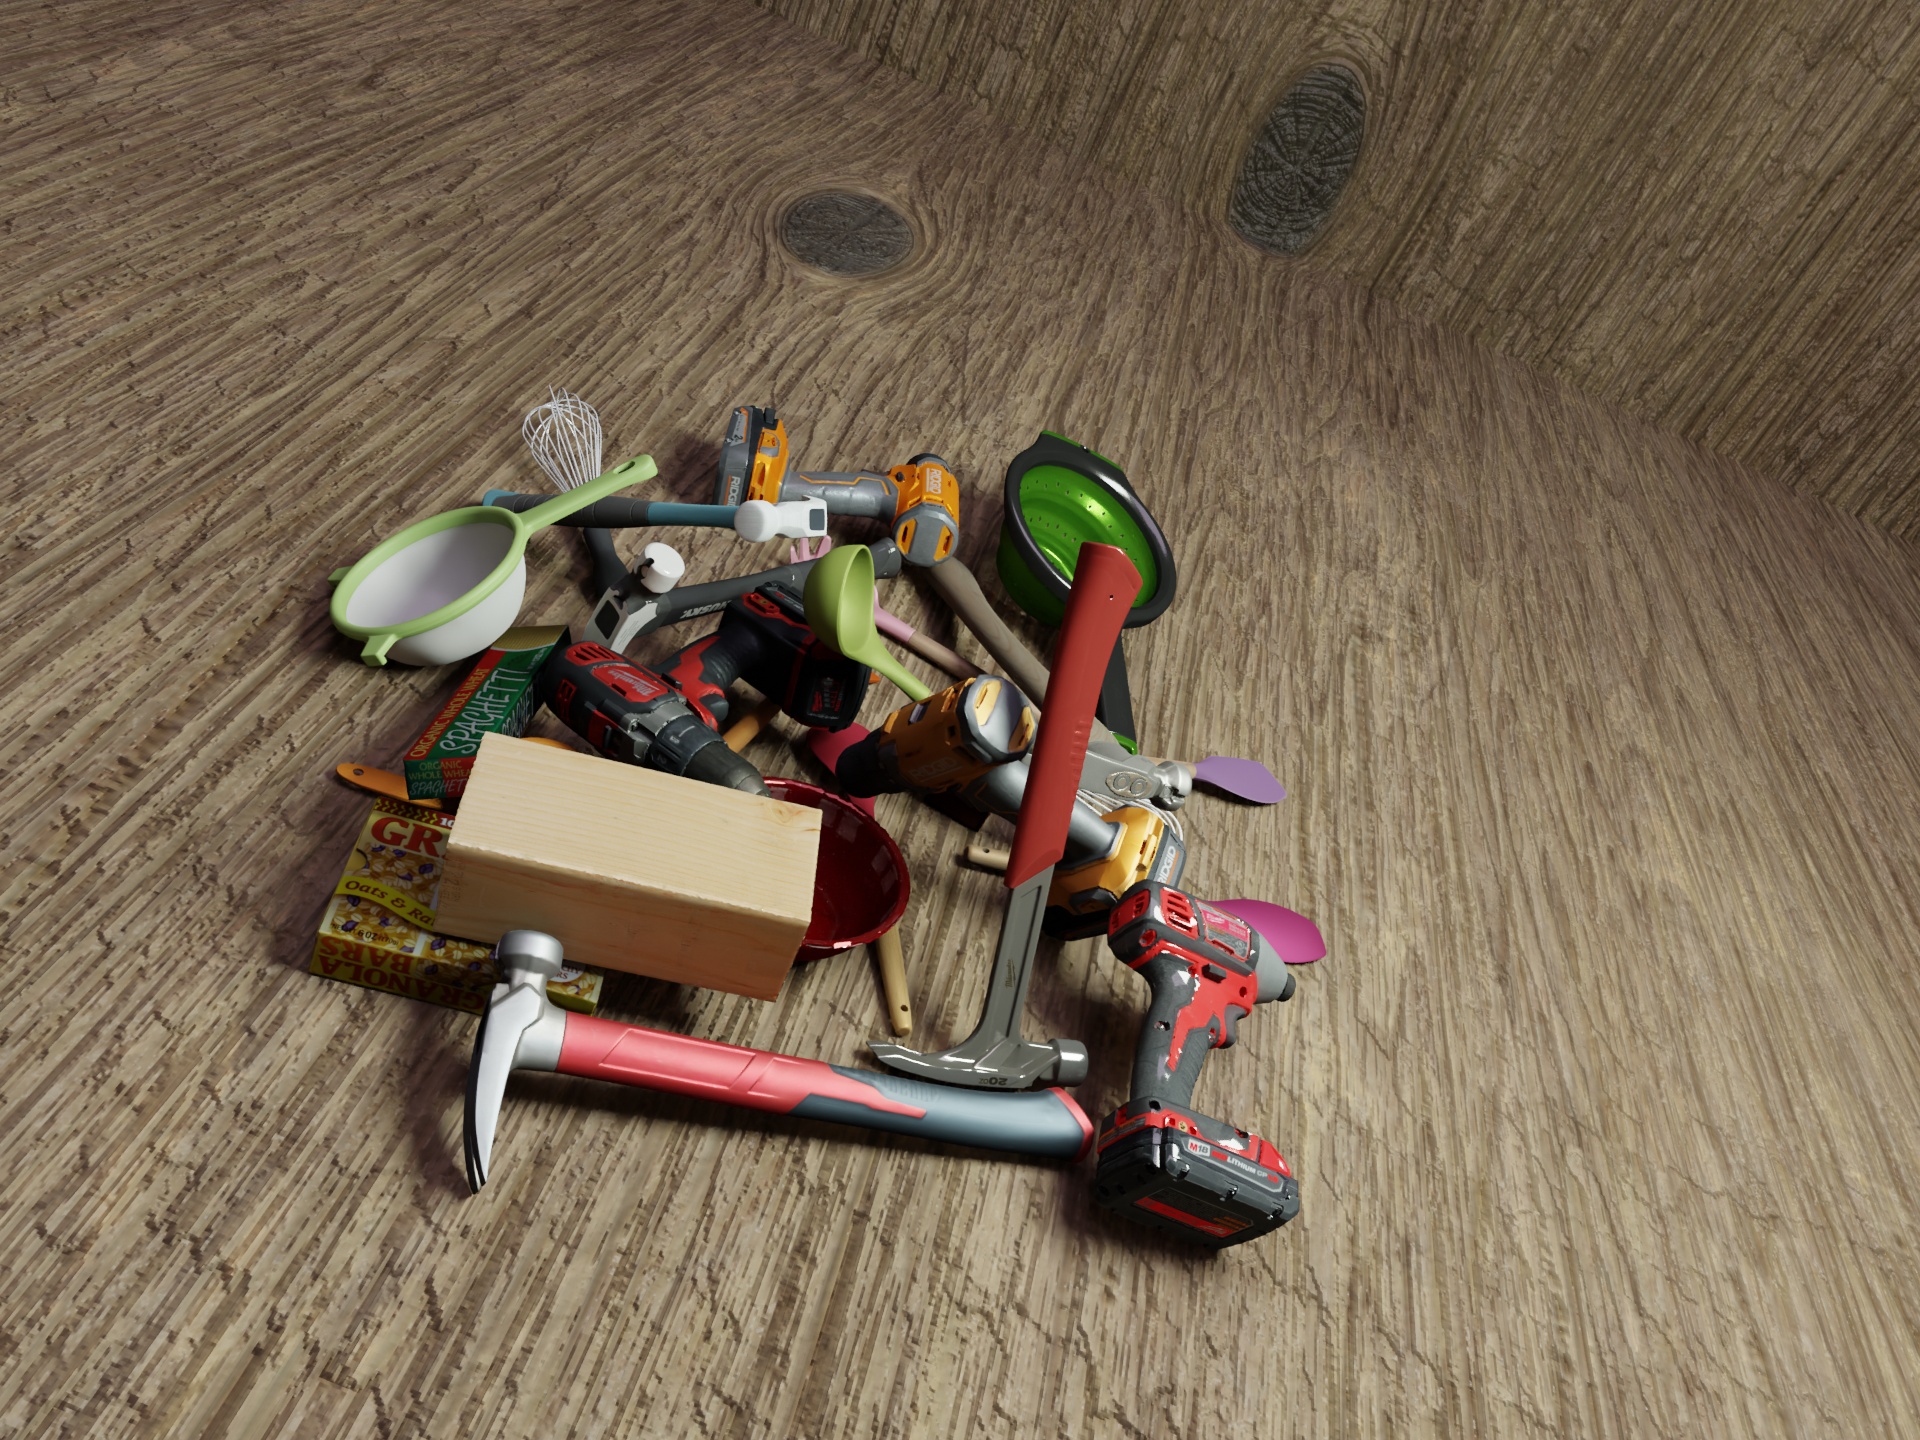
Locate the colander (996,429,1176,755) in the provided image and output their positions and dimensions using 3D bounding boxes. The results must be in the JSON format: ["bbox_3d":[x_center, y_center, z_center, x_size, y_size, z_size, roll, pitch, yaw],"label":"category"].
[{"bbox_3d":[0.106,-0.092,1.486,0.204,0.094,0.398,21,47,-28],"label":"colander"}]

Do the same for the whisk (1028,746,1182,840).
[{"bbox_3d":[0.076,0.046,1.313,0.246,0.059,0.058,32,73,16],"label":"whisk"}]

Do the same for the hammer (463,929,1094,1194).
[{"bbox_3d":[-0.094,0.233,0.943,0.386,0.038,0.143,16,57,-22],"label":"hammer"}]

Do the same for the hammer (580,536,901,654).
[{"bbox_3d":[-0.162,-0.104,1.281,0.334,0.146,0.035,-20,70,-52],"label":"hammer"}]

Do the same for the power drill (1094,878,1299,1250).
[{"bbox_3d":[0.161,0.221,1.044,0.143,0.078,0.220,26,48,-20],"label":"power drill"}]

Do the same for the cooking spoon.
[{"bbox_3d":[0.151,0.140,1.258,0.318,0.017,0.069,15,35,-17],"label":"cooking spoon"}]

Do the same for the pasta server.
[{"bbox_3d":[-0.018,-0.064,1.406,0.316,0.040,0.060,32,44,7],"label":"pasta server"}]

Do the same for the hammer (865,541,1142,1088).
[{"bbox_3d":[0.046,0.060,1.033,0.149,0.359,0.037,11,3,-20],"label":"hammer"}]

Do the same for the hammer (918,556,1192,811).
[{"bbox_3d":[0.041,-0.053,1.346,0.146,0.038,0.411,16,21,-31],"label":"hammer"}]

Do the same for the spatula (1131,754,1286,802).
[{"bbox_3d":[0.182,0.044,1.366,0.315,0.018,0.060,7,38,-44],"label":"spatula"}]

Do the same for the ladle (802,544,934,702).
[{"bbox_3d":[-0.002,-0.004,1.175,0.320,0.062,0.078,46,42,-24],"label":"ladle"}]

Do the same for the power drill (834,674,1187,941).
[{"bbox_3d":[0.029,0.067,1.148,0.226,0.185,0.084,41,54,-23],"label":"power drill"}]

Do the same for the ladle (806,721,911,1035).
[{"bbox_3d":[-0.066,0.101,1.165,0.069,0.031,0.316,13,37,-24],"label":"ladle"}]

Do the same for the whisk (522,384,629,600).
[{"bbox_3d":[-0.321,-0.188,1.366,0.070,0.070,0.285,1,46,-32],"label":"whisk"}]

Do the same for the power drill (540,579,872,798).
[{"bbox_3d":[-0.158,-0.011,1.134,0.188,0.080,0.226,33,33,23],"label":"power drill"}]

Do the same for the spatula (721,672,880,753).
[{"bbox_3d":[-0.160,0.006,1.235,0.081,0.041,0.323,31,38,8],"label":"spatula"}]

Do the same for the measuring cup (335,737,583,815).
[{"bbox_3d":[-0.321,0.040,1.054,0.173,0.052,0.095,17,35,-16],"label":"measuring cup"}]

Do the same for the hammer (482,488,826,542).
[{"bbox_3d":[-0.248,-0.162,1.246,0.331,0.033,0.128,6,10,29],"label":"hammer"}]

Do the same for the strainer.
[{"bbox_3d":[-0.331,-0.113,1.174,0.256,0.069,0.152,-30,39,-14],"label":"strainer"}]

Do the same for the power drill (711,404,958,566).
[{"bbox_3d":[-0.112,-0.227,1.502,0.226,0.084,0.164,12,35,-7],"label":"power drill"}]
